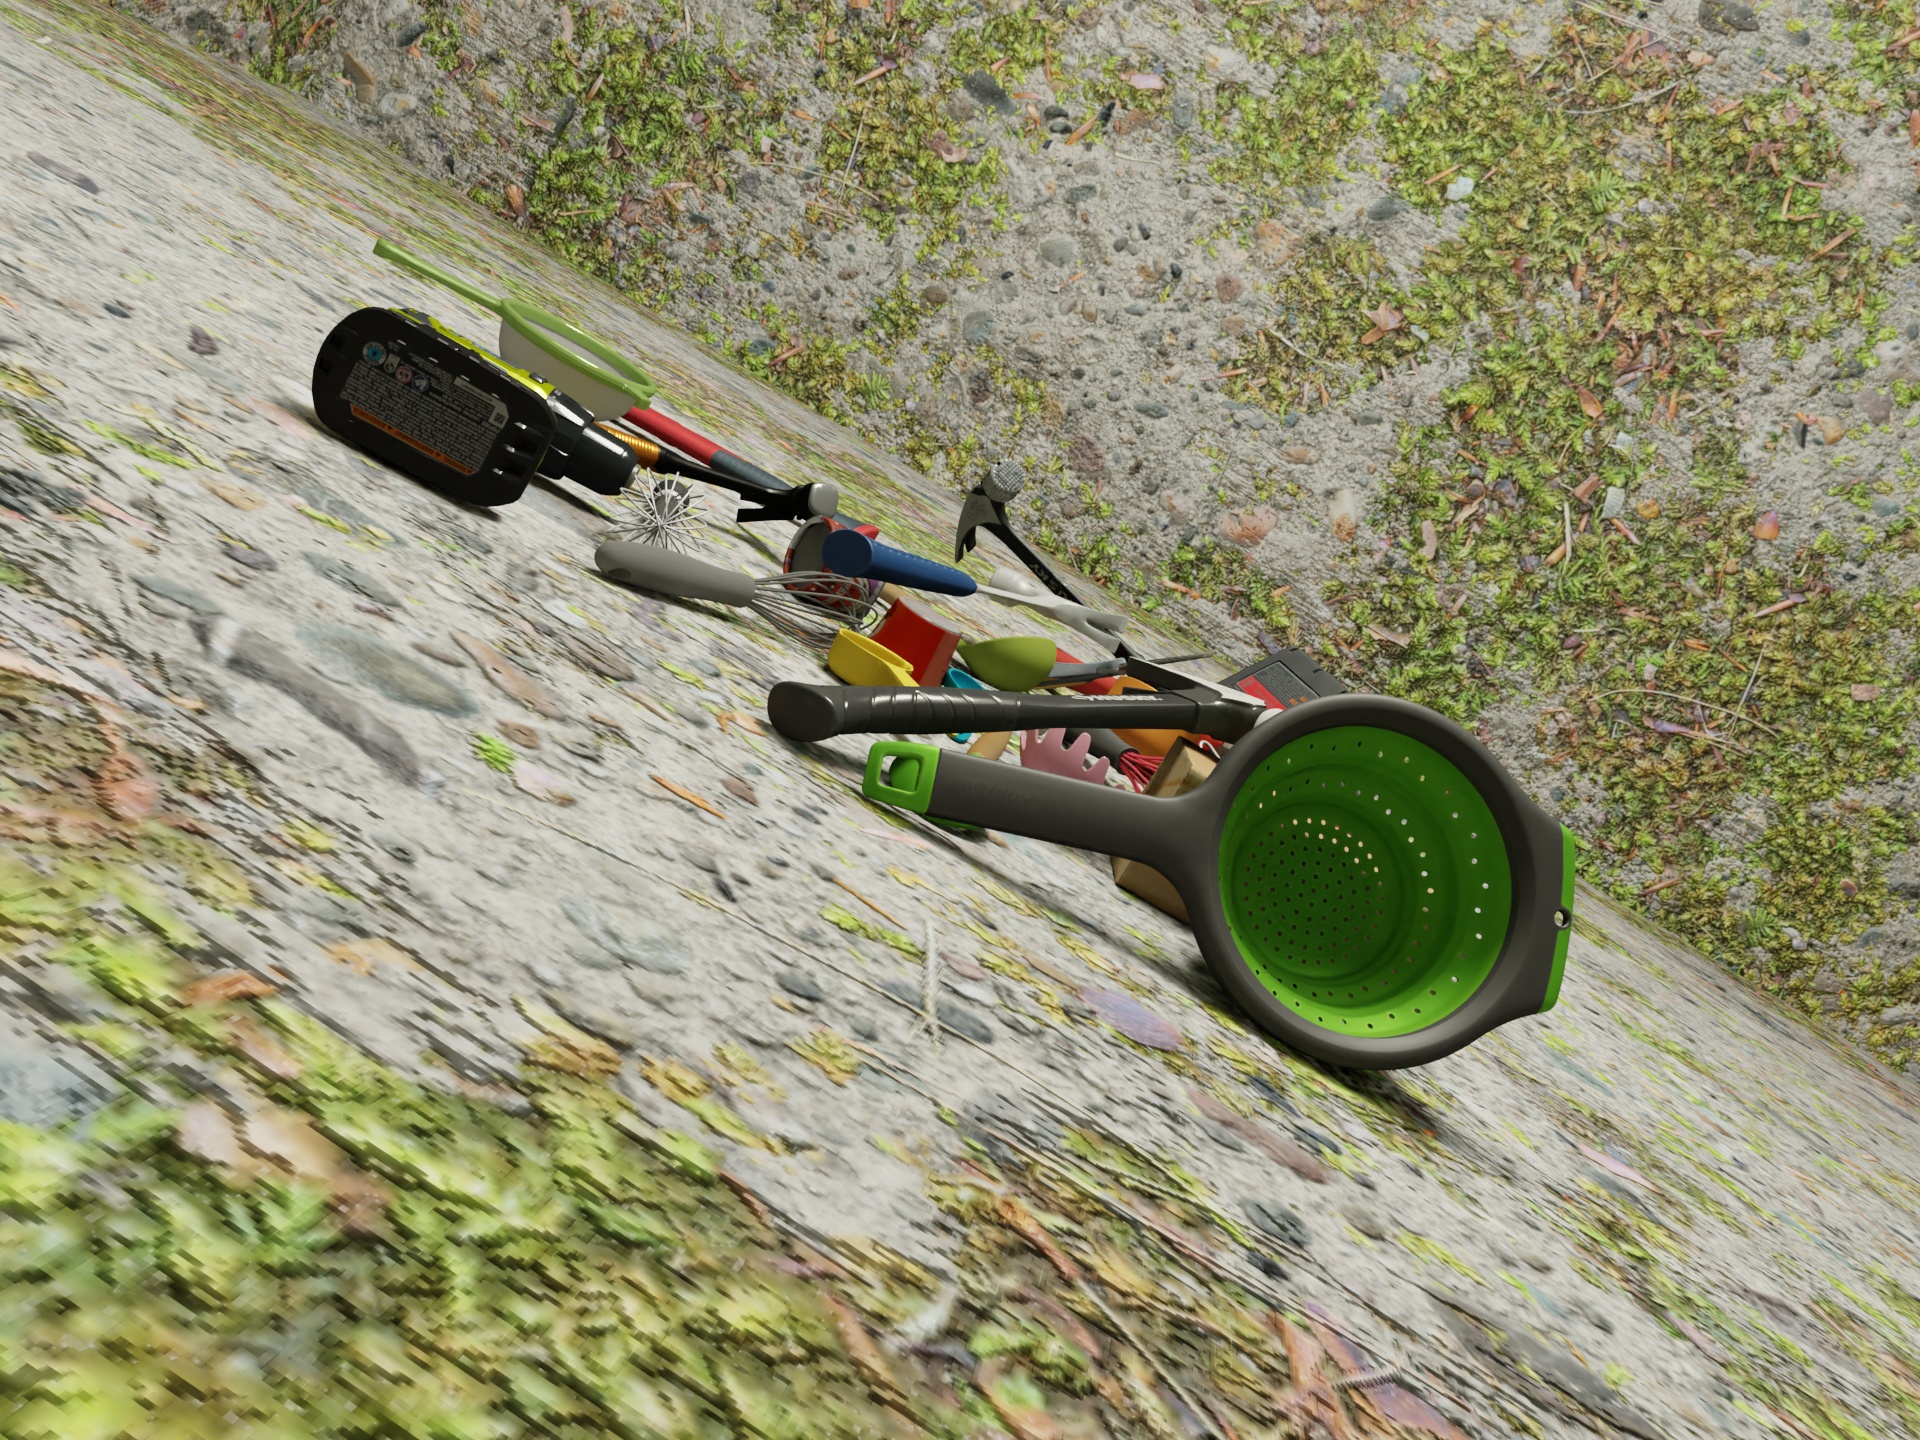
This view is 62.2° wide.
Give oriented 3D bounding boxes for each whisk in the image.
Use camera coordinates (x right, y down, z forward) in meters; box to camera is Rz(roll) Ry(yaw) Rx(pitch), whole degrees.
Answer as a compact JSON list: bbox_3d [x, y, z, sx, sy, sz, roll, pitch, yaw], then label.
[{"bbox_3d":[-0.211,-0.153,1.138,0.070,0.070,0.285,29,6,-13],"label":"whisk"},{"bbox_3d":[0.137,0.038,1.215,0.073,0.073,0.296,25,7,-29],"label":"whisk"},{"bbox_3d":[-0.142,-0.085,1.044,0.055,0.055,0.238,39,17,36],"label":"whisk"}]

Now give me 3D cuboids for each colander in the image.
[{"bbox_3d":[0.137,0.075,0.893,0.397,0.204,0.094,13,-13,-6],"label":"colander"}]

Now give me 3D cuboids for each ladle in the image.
[{"bbox_3d":[-0.040,-0.112,1.419,0.320,0.062,0.078,36,14,35],"label":"ladle"}]

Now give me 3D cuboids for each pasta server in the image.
[{"bbox_3d":[0.169,0.100,1.073,0.316,0.040,0.060,33,-32,-3],"label":"pasta server"}]

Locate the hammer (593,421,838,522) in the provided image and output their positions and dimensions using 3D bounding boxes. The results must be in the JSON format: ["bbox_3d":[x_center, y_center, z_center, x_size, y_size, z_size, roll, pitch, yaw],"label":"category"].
[{"bbox_3d":[-0.261,-0.213,1.262,0.336,0.034,0.127,13,-5,-44],"label":"hammer"}]

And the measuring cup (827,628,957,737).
[{"bbox_3d":[-0.043,-0.016,1.036,0.062,0.029,0.157,24,13,-34],"label":"measuring cup"}]

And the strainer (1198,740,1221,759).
[{"bbox_3d":[0.266,0.112,1.284,0.086,0.050,0.259,-2,37,-40],"label":"strainer"}]

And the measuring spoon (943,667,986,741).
[{"bbox_3d":[-0.002,-0.004,1.148,0.042,0.021,0.129,37,19,-7],"label":"measuring spoon"}]

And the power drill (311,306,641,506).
[{"bbox_3d":[-0.304,-0.197,1.025,0.190,0.080,0.229,29,8,-11],"label":"power drill"}]

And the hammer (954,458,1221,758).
[{"bbox_3d":[0.148,-0.066,1.514,0.409,0.036,0.149,46,-29,0],"label":"hammer"}]

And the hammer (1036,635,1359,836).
[{"bbox_3d":[0.198,0.001,1.439,0.359,0.037,0.149,29,-18,32],"label":"hammer"}]

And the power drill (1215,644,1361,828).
[{"bbox_3d":[0.256,0.069,1.132,0.219,0.078,0.143,65,-4,-31],"label":"power drill"}]

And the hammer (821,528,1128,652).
[{"bbox_3d":[0.012,-0.109,1.300,0.144,0.035,0.405,25,9,24],"label":"hammer"}]

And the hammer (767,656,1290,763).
[{"bbox_3d":[0.040,-0.007,0.949,0.334,0.035,0.146,0,16,-34],"label":"hammer"}]

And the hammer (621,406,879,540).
[{"bbox_3d":[-0.257,-0.272,1.595,0.386,0.038,0.143,28,9,-14],"label":"hammer"}]

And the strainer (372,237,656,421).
[{"bbox_3d":[-0.391,-0.324,1.374,0.256,0.069,0.152,26,14,-23],"label":"strainer"}]

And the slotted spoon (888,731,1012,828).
[{"bbox_3d":[0.010,0.023,1.016,0.070,0.031,0.314,27,9,4],"label":"slotted spoon"}]

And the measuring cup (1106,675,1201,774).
[{"bbox_3d":[0.179,0.032,1.395,0.095,0.052,0.173,27,-16,48],"label":"measuring cup"}]
